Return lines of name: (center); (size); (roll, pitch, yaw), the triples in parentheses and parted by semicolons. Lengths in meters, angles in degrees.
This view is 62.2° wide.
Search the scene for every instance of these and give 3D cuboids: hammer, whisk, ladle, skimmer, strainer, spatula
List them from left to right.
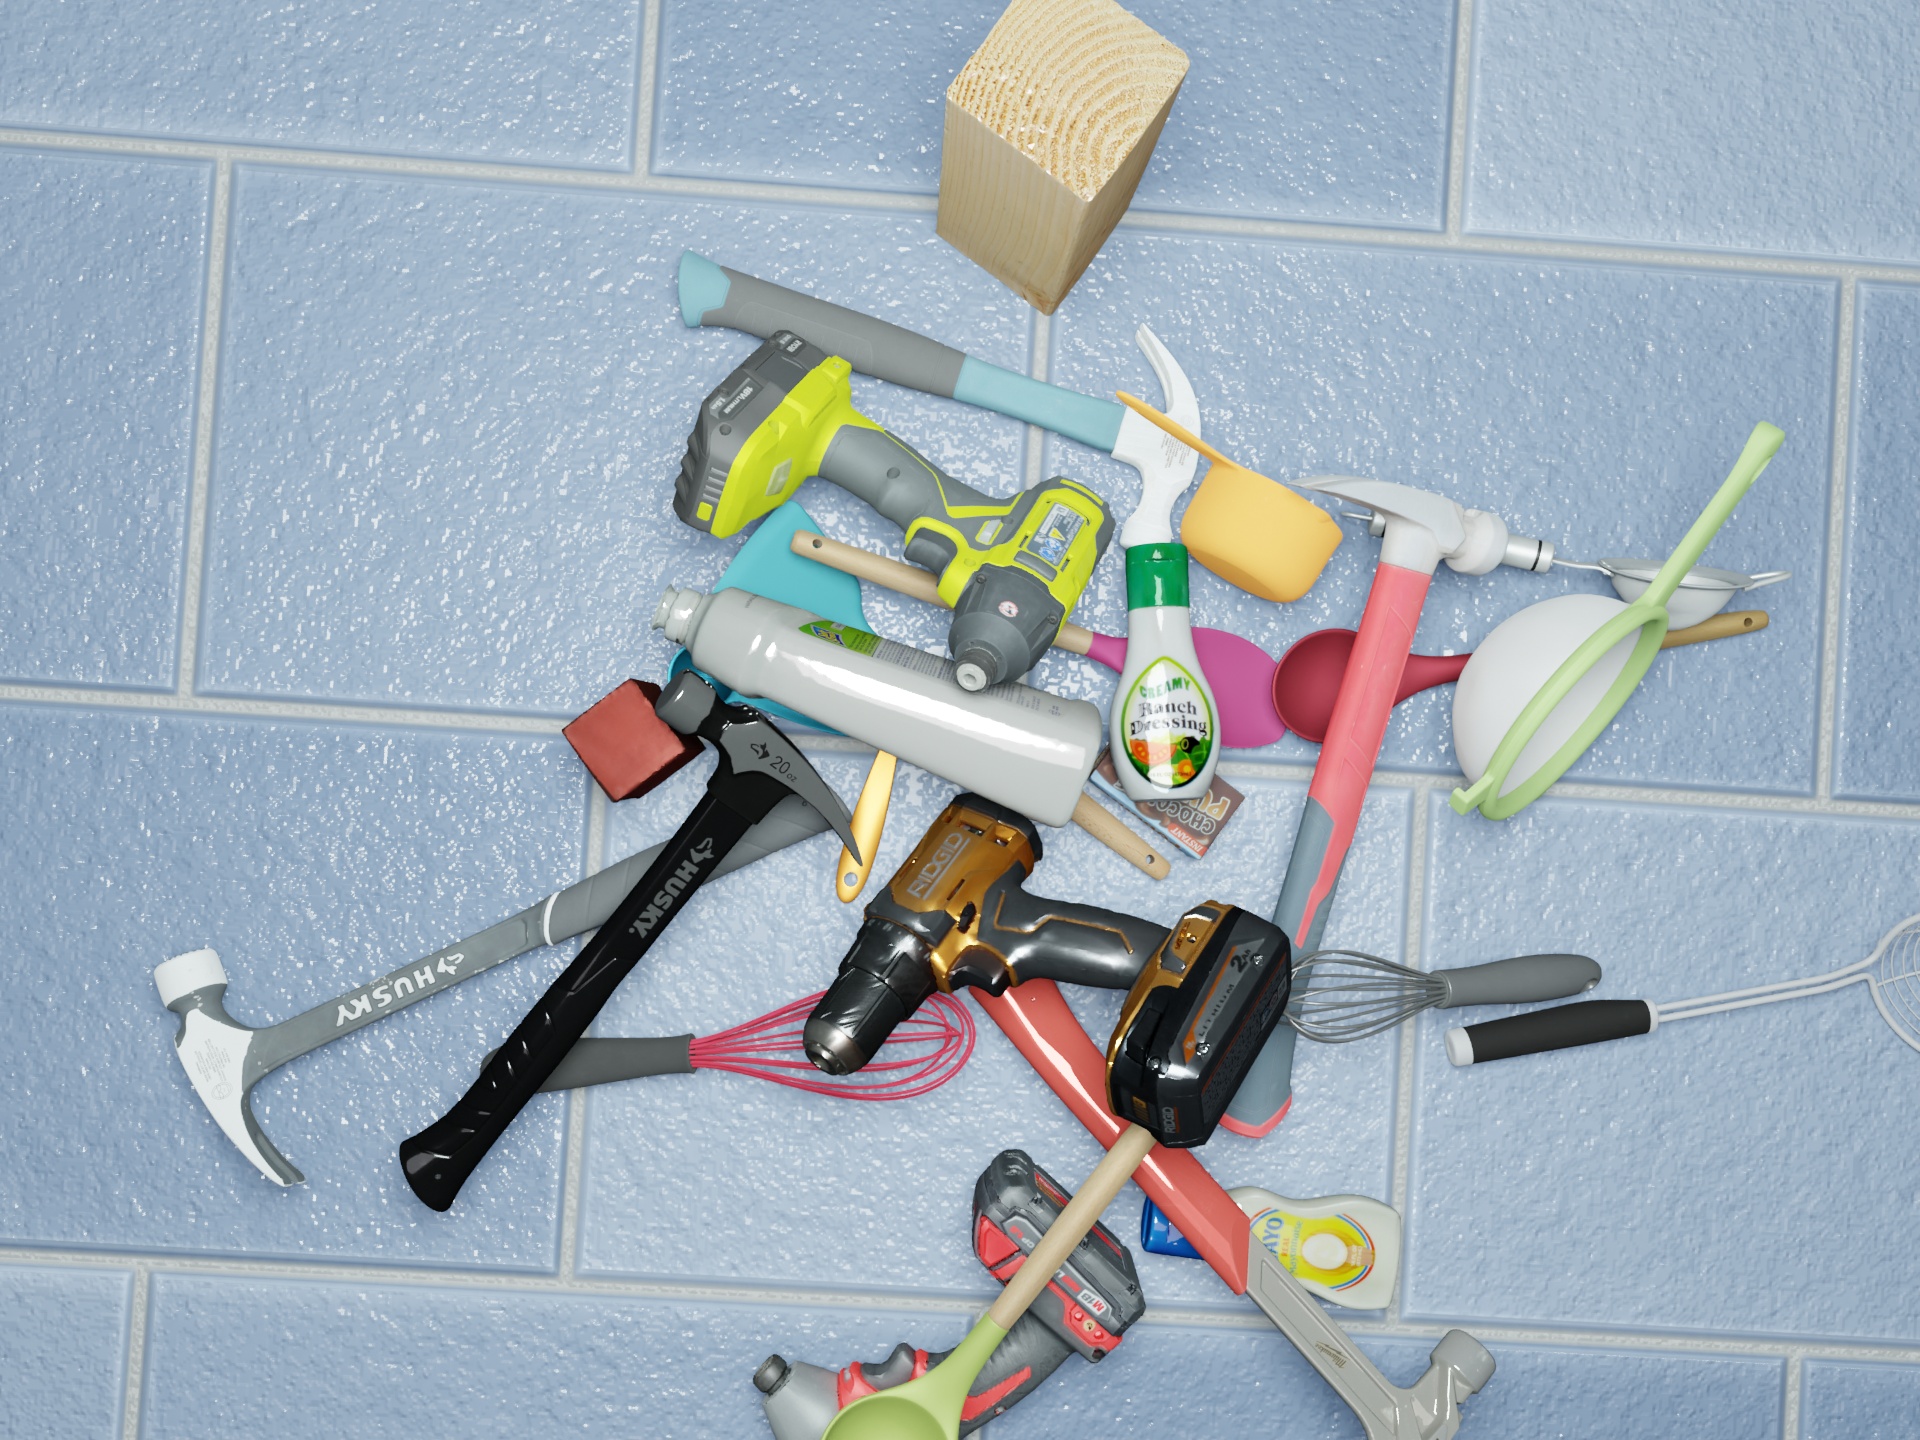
hammer: (-0.255, 0.129, 0.932); (0.409, 0.036, 0.149); (-24, 80, -4)
hammer: (-0.197, 0.141, 0.891); (0.146, 0.035, 0.335); (37, 94, -23)
whisk: (-0.138, 0.194, 0.932); (0.296, 0.073, 0.073); (-5, 89, 4)
hammer: (-0.014, -0.209, 0.954); (0.331, 0.033, 0.128); (18, 89, -1)
spatula: (-0.002, -0.003, 0.945); (0.317, 0.044, 0.082); (37, 83, -2)
ladle: (0.036, 0.306, 0.856); (0.078, 0.062, 0.320); (38, 89, 8)
hammer: (0.128, 0.283, 0.904); (0.149, 0.036, 0.359); (-39, 77, -20)
hammer: (0.201, 0.055, 0.913); (0.143, 0.038, 0.386); (10, 99, -30)
whisk: (0.279, 0.153, 0.921); (0.239, 0.055, 0.055); (-1, 89, -23)
ladle: (0.339, -0.039, 0.965); (0.315, 0.031, 0.069); (-9, 98, -4)
strainer: (0.356, -0.094, 0.952); (0.258, 0.087, 0.050); (14, 107, 9)
strainer: (0.349, -0.063, 0.884); (0.069, 0.151, 0.256); (42, 115, 28)
skimmer: (0.477, 0.181, 0.933); (0.363, 0.090, 0.127); (-10, 121, 0)

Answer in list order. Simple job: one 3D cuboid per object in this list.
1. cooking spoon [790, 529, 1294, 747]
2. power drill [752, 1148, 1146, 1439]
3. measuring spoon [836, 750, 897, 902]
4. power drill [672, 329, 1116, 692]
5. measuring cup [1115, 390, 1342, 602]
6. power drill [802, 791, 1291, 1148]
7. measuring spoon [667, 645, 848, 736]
cooking spoon: (0.052, -0.054, 0.941); (0.318, 0.017, 0.069); (19, 80, -10)
power drill: (-0.009, 0.365, 0.924); (0.143, 0.078, 0.219); (43, 91, 0)
measuring spoon: (-0.054, 0.054, 0.958); (0.021, 0.011, 0.117); (17, 88, -1)
power drill: (-0.037, -0.112, 0.881); (0.223, 0.080, 0.171); (29, 43, 2)
measuring cup: (0.141, -0.124, 0.910); (0.173, 0.095, 0.052); (29, 91, -30)
power drill: (0.040, 0.146, 0.858); (0.226, 0.084, 0.185); (21, 55, 29)
measuring spoon: (-0.114, -0.013, 0.959); (0.128, 0.021, 0.042); (17, 87, -10)
